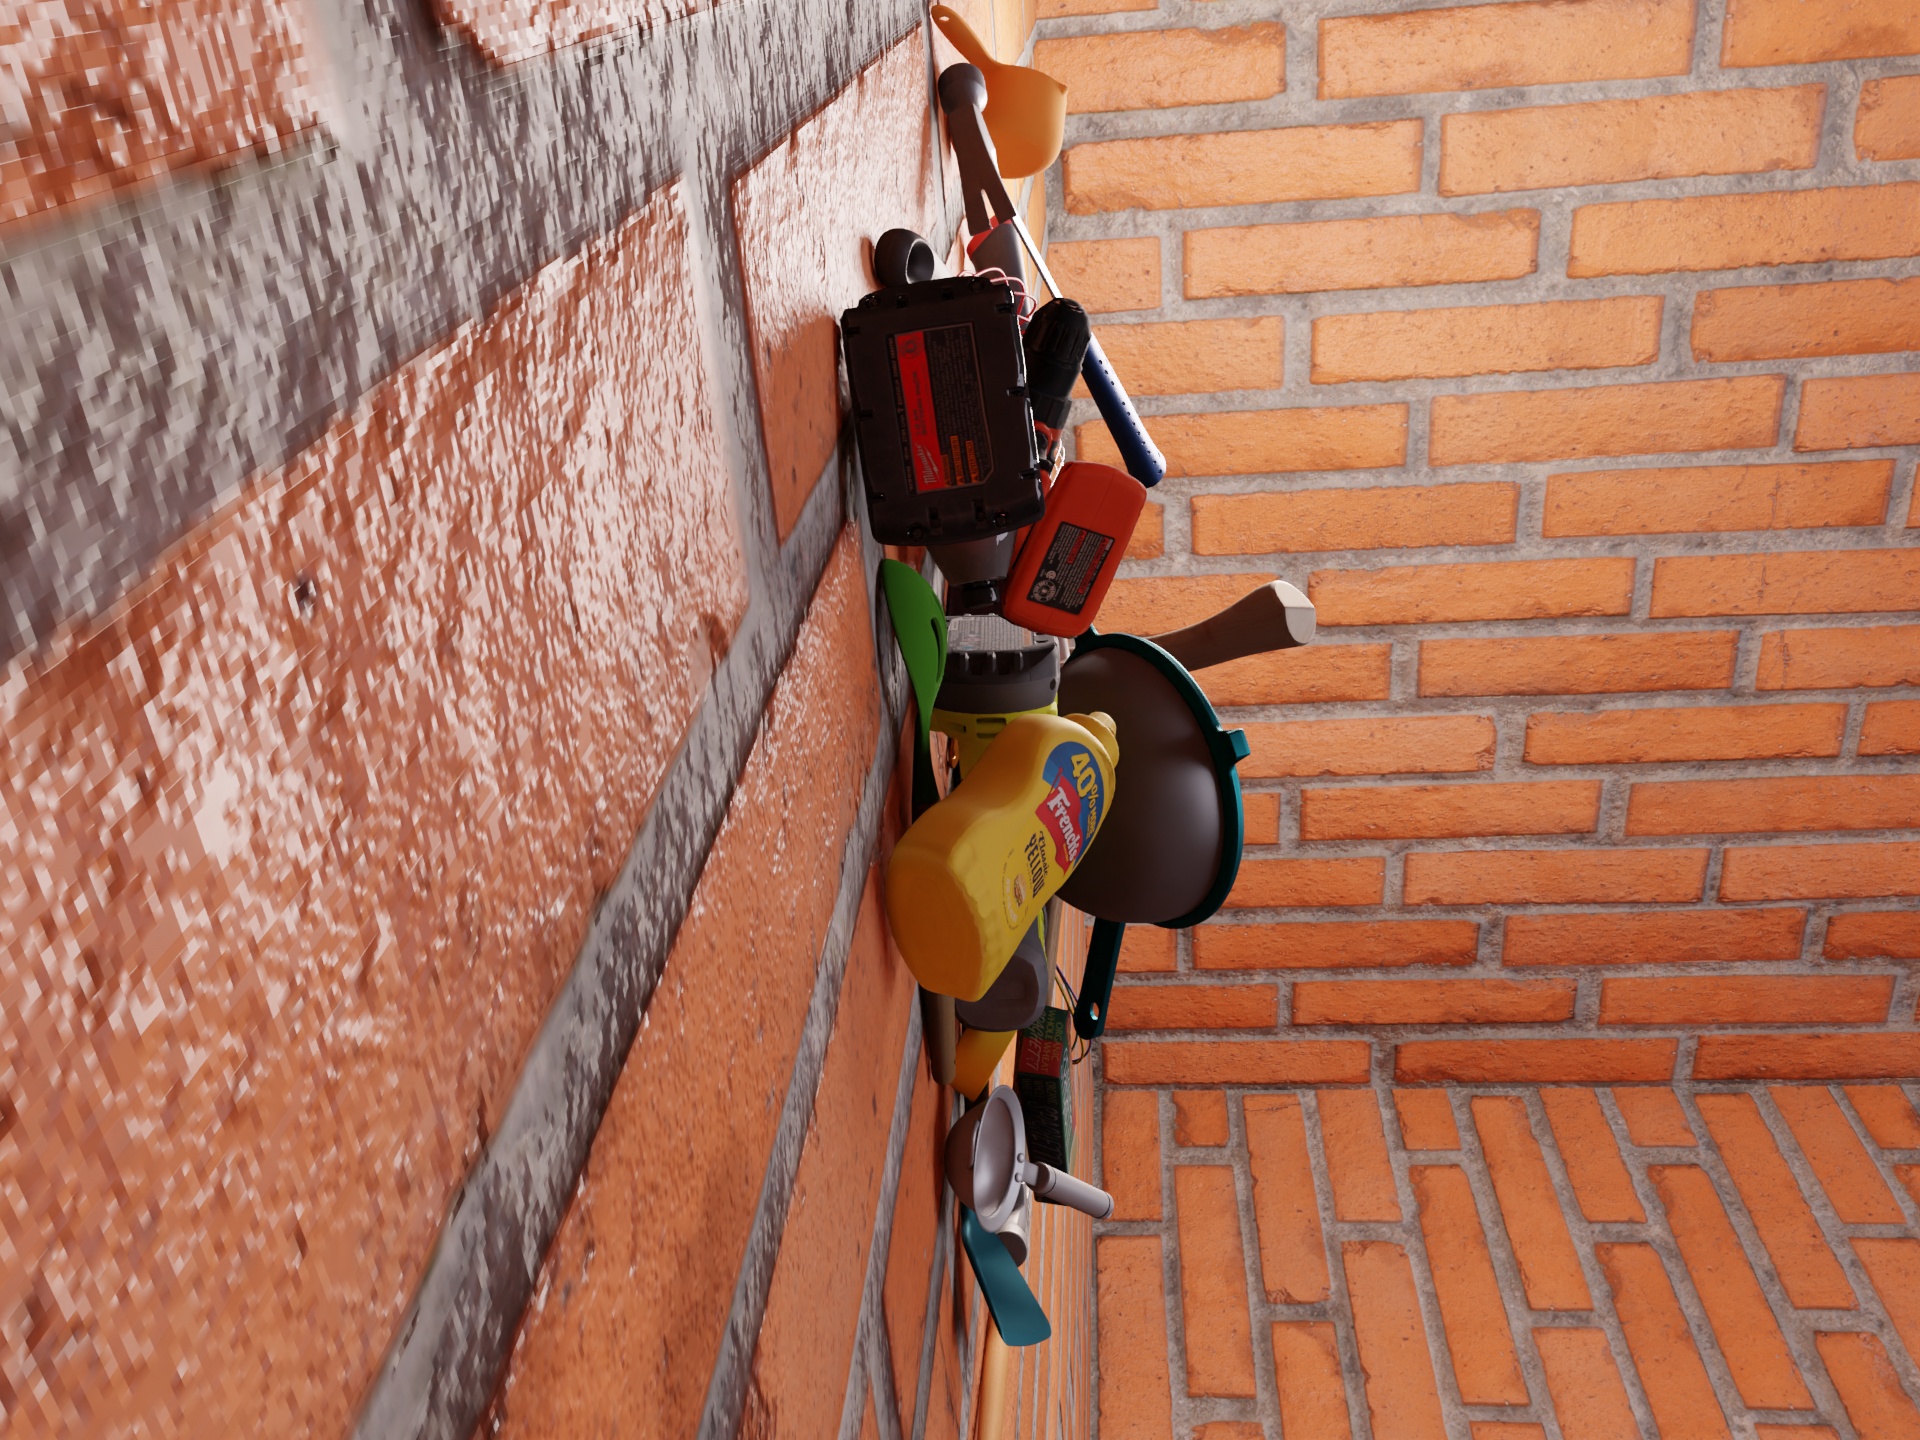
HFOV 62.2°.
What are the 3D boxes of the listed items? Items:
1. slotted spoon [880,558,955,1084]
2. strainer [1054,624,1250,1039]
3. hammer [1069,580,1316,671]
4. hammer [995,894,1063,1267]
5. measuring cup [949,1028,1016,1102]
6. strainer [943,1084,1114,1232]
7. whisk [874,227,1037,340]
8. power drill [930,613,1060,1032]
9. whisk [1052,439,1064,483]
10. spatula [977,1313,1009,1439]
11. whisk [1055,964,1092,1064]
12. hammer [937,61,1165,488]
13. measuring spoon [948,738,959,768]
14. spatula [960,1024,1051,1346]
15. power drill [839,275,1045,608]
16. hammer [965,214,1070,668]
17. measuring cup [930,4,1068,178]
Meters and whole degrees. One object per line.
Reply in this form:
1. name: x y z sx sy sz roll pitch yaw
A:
1. slotted spoon: -0.017 0.064 0.859 0.070 0.031 0.313 -84 172 -67
2. strainer: 0.084 0.105 1.117 0.211 0.095 0.340 43 -43 44
3. hammer: 0.148 -0.041 1.321 0.411 0.038 0.146 -11 -98 61
4. hammer: 0.056 0.246 1.247 0.130 0.031 0.331 -55 152 -84
5. measuring cup: 0.018 0.195 1.024 0.062 0.029 0.156 -60 177 11
6. strainer: 0.045 0.292 1.016 0.258 0.050 0.087 42 52 -52
7. whisk: -0.004 -0.249 0.941 0.296 0.073 0.073 -22 110 -76
8. power drill: 0.021 0.053 0.984 0.191 0.080 0.228 -84 173 -74
9. whisk: 0.054 -0.172 1.454 0.070 0.070 0.285 81 15 -50
10. spatula: 0.029 0.483 1.080 0.323 0.041 0.081 -74 160 -74
11. whisk: 0.054 0.180 1.297 0.047 0.051 0.244 -135 -154 -68
12. hammer: 0.083 -0.309 1.238 0.405 0.035 0.144 49 27 -52
13. measuring spoon: -0.002 -0.004 1.102 0.117 0.011 0.021 -77 164 -54
14. spatula: 0.021 0.247 1.064 0.082 0.044 0.318 32 53 -60
15. power drill: -0.003 -0.131 0.797 0.219 0.078 0.143 -20 101 -87
16. hammer: 0.067 -0.218 1.278 0.038 0.143 0.386 30 54 -81
17. measuring cup: 0.018 -0.456 1.167 0.173 0.095 0.052 21 71 -63
